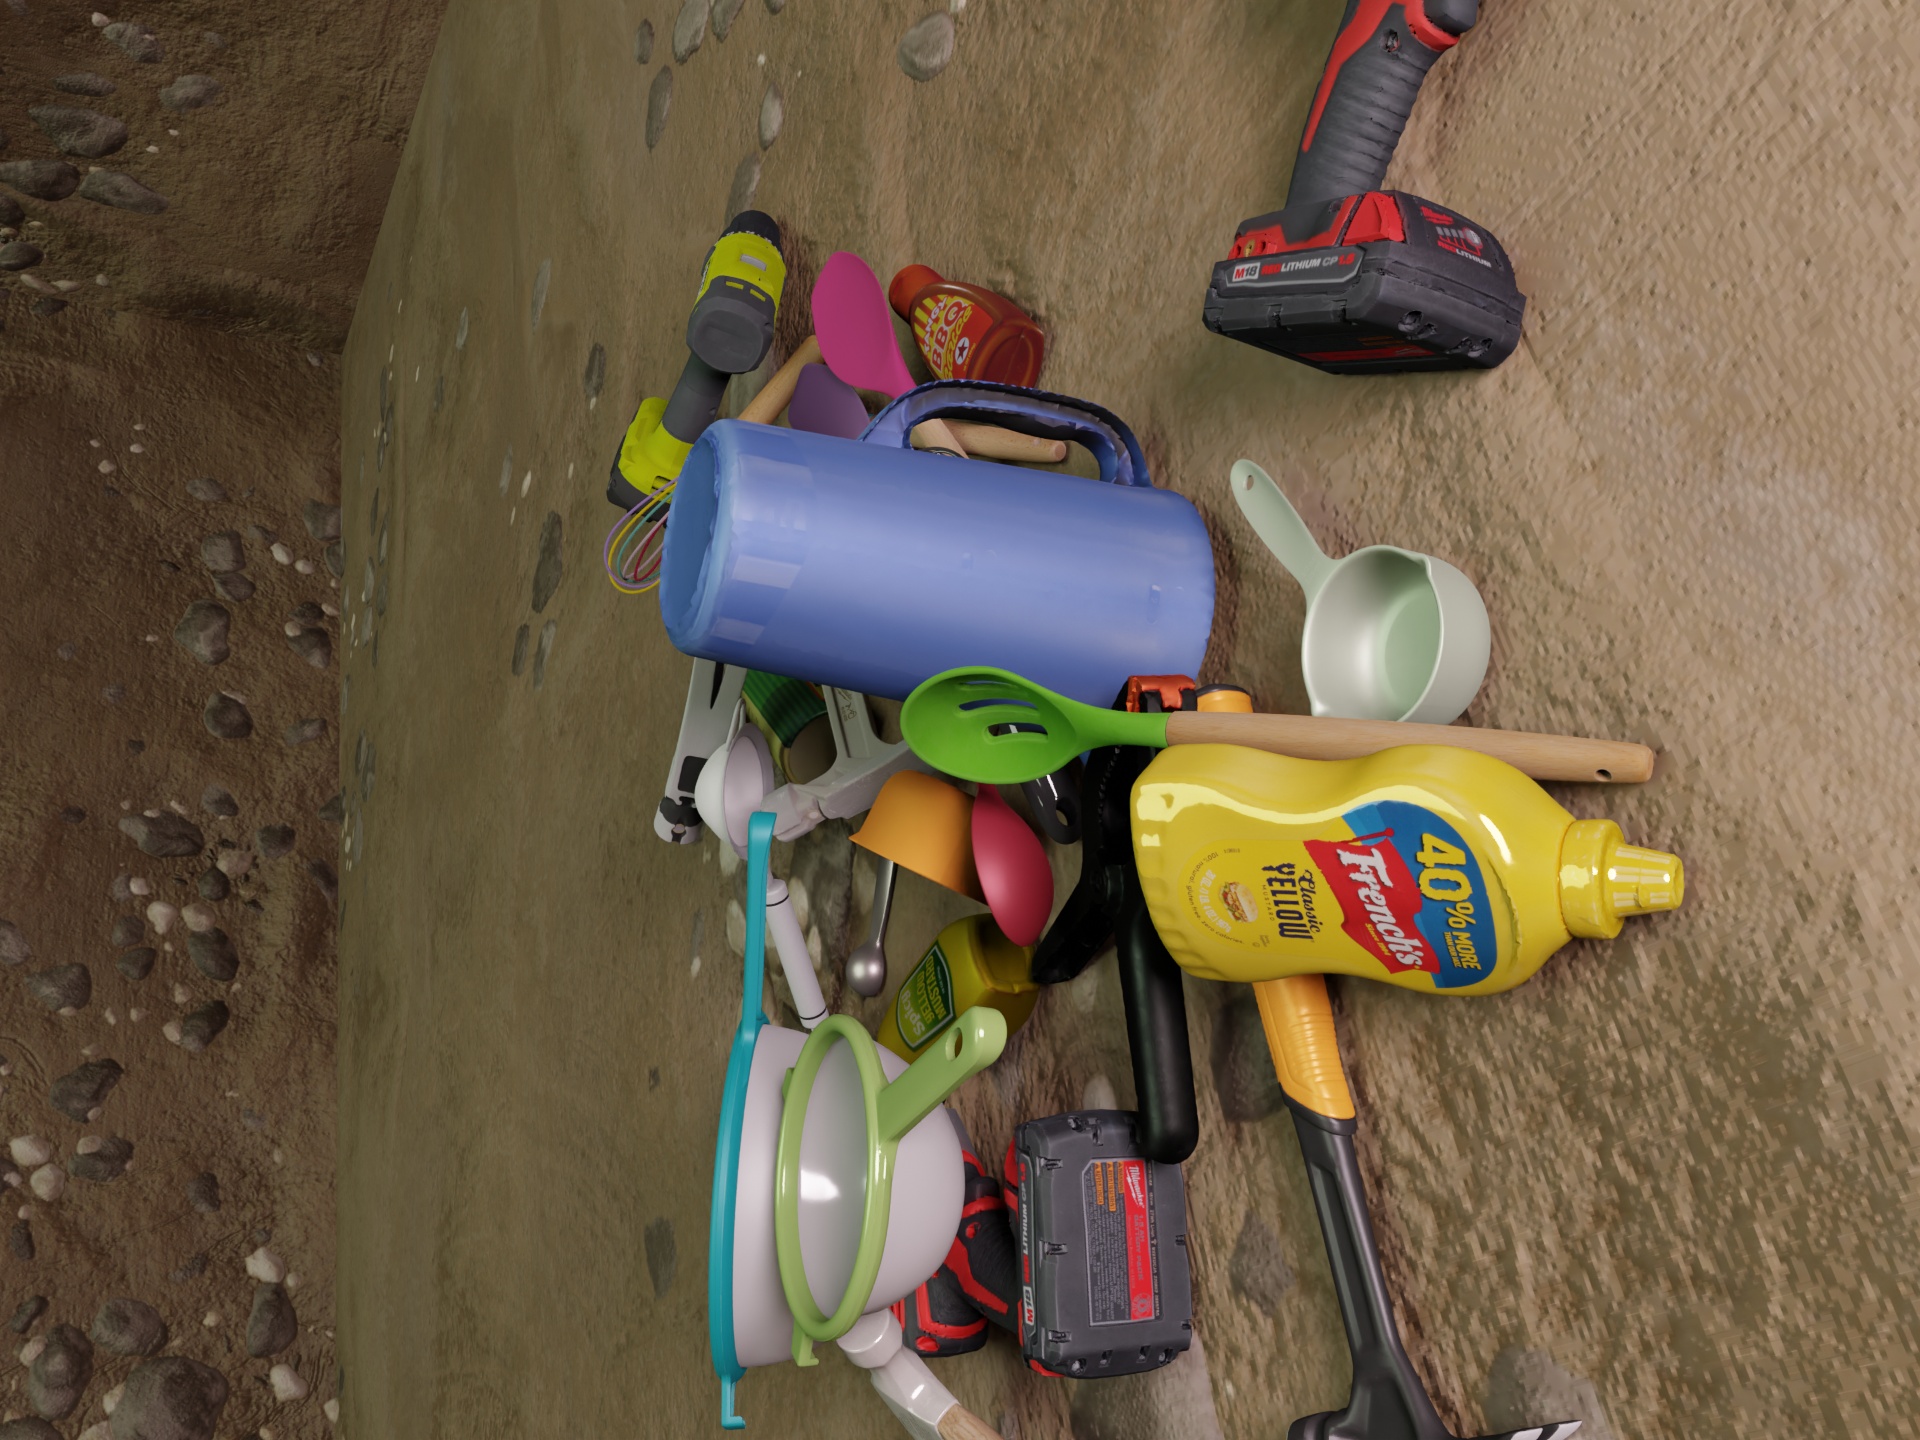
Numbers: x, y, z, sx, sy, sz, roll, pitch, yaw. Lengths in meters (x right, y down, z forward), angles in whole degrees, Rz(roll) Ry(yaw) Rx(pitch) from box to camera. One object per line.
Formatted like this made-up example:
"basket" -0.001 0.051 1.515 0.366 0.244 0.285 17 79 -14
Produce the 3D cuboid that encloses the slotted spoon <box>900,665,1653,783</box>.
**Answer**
"slotted spoon" 0.109 0.007 0.636 0.314 0.070 0.031 4 46 35

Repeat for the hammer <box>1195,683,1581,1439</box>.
"hammer" 0.146 0.133 0.655 0.127 0.034 0.337 -44 48 49

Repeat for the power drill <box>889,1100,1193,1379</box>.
"power drill" 0.021 0.254 0.809 0.219 0.078 0.143 -27 61 58

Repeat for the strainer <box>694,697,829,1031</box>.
"strainer" -0.125 0.105 1.021 0.087 0.050 0.258 -64 -37 -60

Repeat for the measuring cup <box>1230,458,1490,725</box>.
"measuring cup" 0.161 -0.059 0.663 0.083 0.038 0.168 -63 34 32

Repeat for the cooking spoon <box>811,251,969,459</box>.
"cooking spoon" -0.017 -0.172 0.944 0.068 0.017 0.319 -55 52 34

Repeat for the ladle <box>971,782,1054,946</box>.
"ladle" -0.001 -0.003 0.865 0.031 0.069 0.316 -31 40 9

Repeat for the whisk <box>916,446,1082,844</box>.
"whisk" 0.018 -0.044 0.863 0.055 0.055 0.239 -38 69 51

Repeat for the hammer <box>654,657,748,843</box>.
"hammer" -0.176 -0.078 1.153 0.335 0.035 0.146 -92 20 -48

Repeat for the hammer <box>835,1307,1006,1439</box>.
"hammer" 0.069 0.372 0.698 0.331 0.031 0.130 16 141 51

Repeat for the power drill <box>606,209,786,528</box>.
"power drill" -0.202 -0.283 1.267 0.228 0.080 0.191 -57 21 37

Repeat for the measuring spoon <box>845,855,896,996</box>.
"measuring spoon" -0.057 0.116 1.019 0.034 0.018 0.124 15 97 60

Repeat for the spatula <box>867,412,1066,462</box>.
"spatula" -0.032 -0.179 1.013 0.082 0.044 0.318 -53 37 -13

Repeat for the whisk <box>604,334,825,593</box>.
"whisk" -0.180 -0.189 1.195 0.245 0.051 0.047 -47 44 11

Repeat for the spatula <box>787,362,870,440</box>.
"spatula" -0.029 -0.129 0.962 0.316 0.018 0.059 50 130 37

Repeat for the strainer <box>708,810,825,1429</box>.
"strainer" -0.083 0.217 0.921 0.211 0.095 0.340 -88 2 -75

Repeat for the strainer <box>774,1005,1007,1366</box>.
"strainer" -0.017 0.193 0.736 0.256 0.069 0.152 127 145 -48

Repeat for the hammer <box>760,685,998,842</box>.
"hammer" -0.082 -0.079 1.049 0.149 0.036 0.359 -29 42 11

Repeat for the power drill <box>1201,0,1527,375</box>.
"power drill" 0.190 -0.257 0.617 0.188 0.080 0.226 17 96 59

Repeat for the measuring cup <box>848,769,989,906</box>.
"measuring cup" -0.015 0.062 0.918 0.052 0.095 0.173 -64 9 -2
